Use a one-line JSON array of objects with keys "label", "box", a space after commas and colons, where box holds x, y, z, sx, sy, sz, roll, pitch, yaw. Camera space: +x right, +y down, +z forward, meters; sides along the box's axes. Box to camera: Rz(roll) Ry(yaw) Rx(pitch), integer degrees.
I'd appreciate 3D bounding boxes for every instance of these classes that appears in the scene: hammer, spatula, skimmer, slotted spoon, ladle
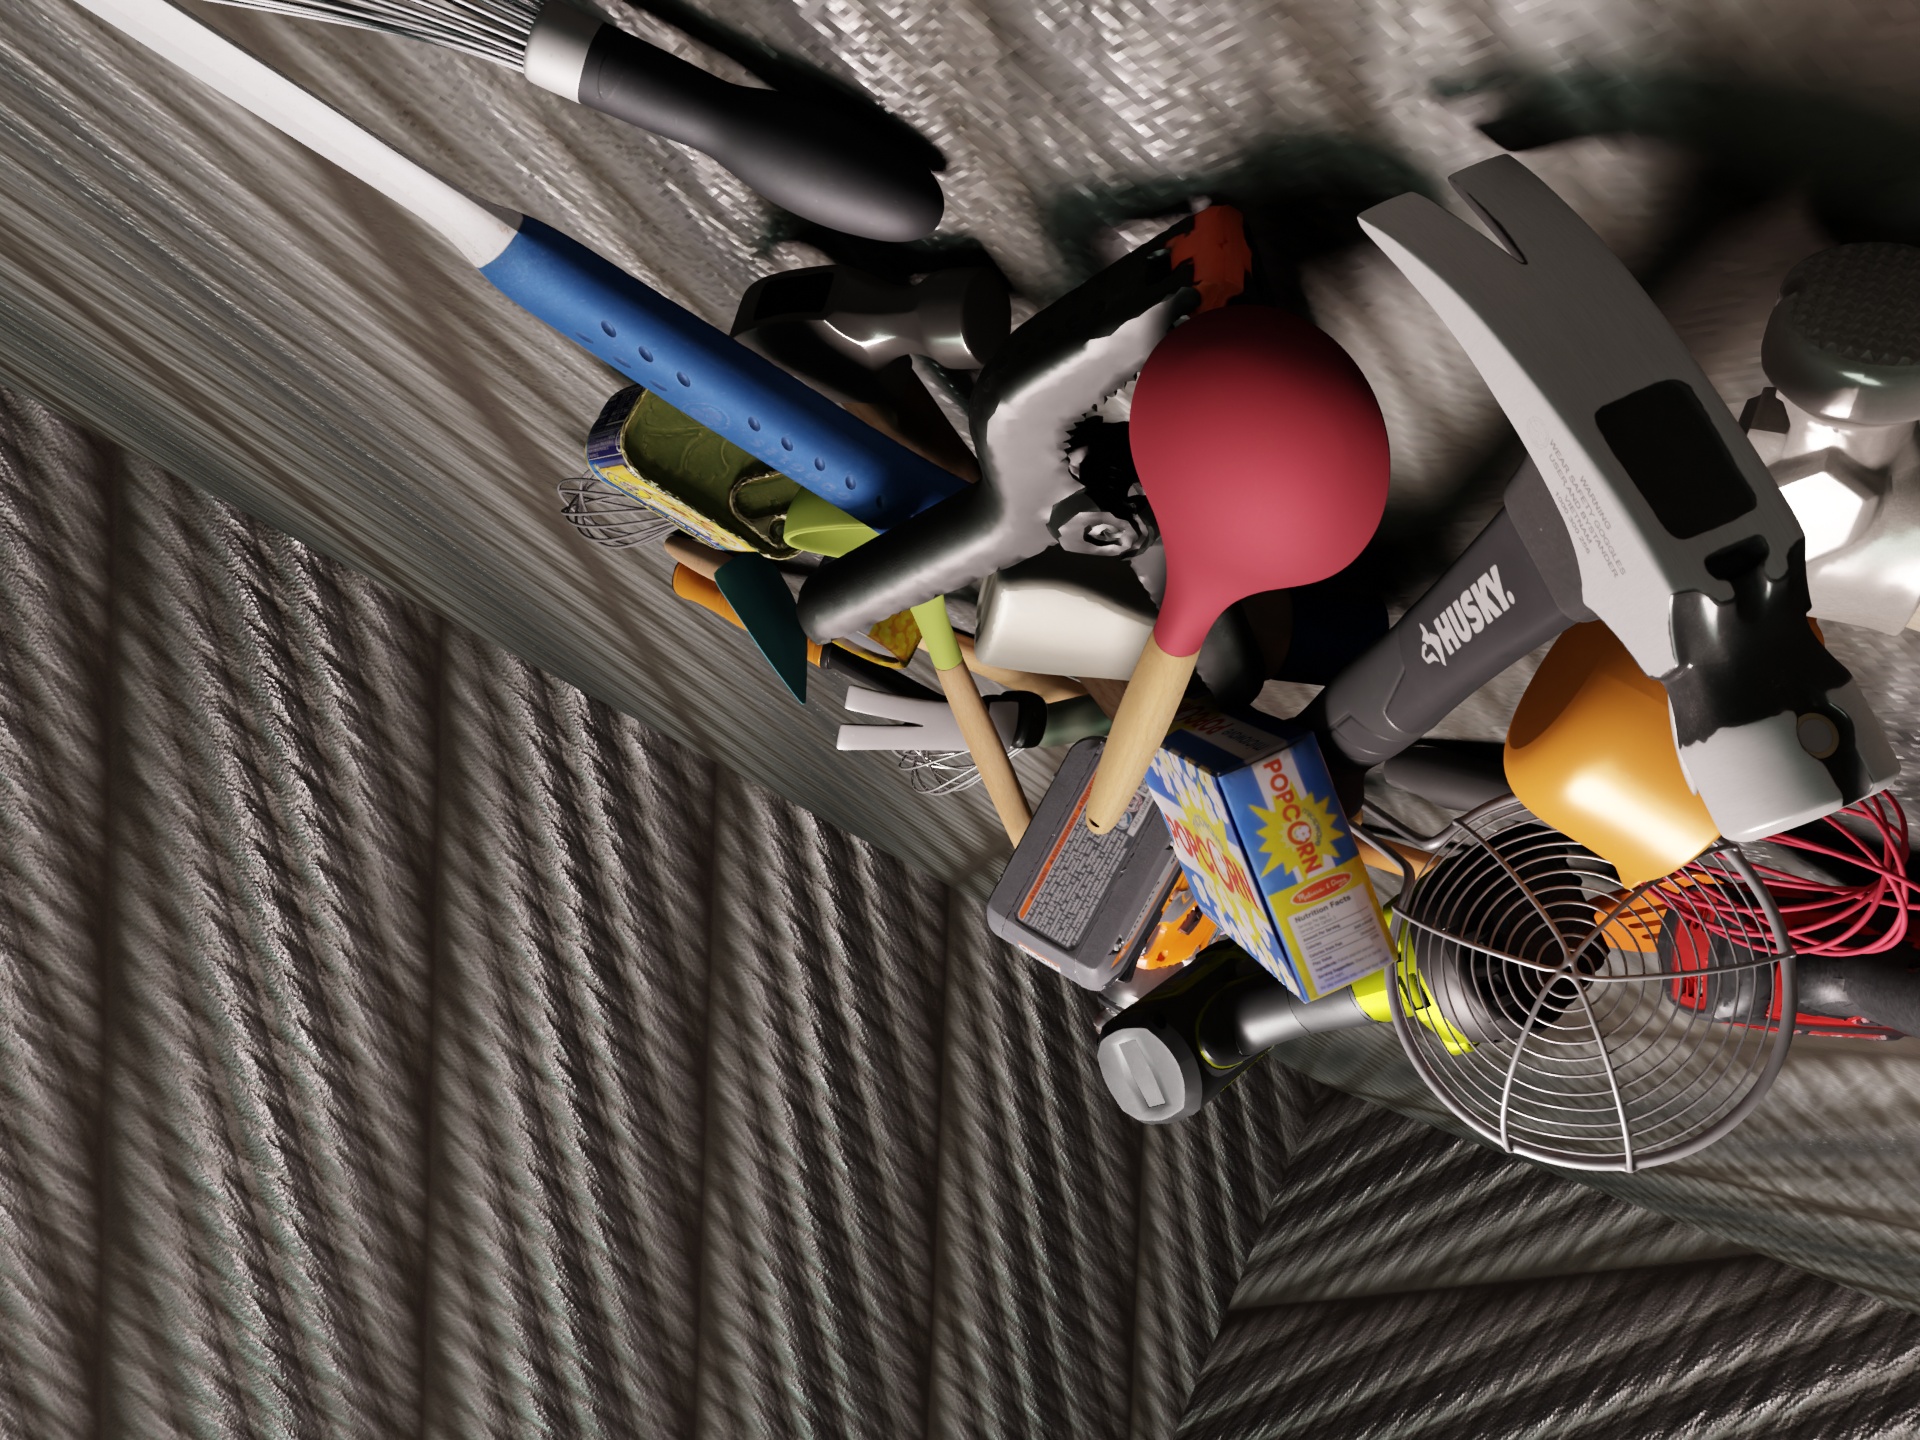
[{"label": "hammer", "box": [-0.142, -0.140, 0.445, 0.405, 0.035, 0.144, 28, 156, -37]}, {"label": "hammer", "box": [0.344, 0.020, 0.277, 0.411, 0.038, 0.146, 19, 149, 23]}, {"label": "spatula", "box": [-0.143, -0.082, 0.934, 0.082, 0.044, 0.318, 56, 168, -23]}, {"label": "skimmer", "box": [0.173, 0.046, 0.649, 0.090, 0.127, 0.363, 31, -173, -20]}, {"label": "slotted spoon", "box": [0.071, -0.013, 0.925, 0.314, 0.031, 0.070, 23, 170, 25]}, {"label": "ladle", "box": [0.062, -0.017, 0.490, 0.069, 0.031, 0.315, 39, 162, 12]}, {"label": "ladle", "box": [-0.001, -0.003, 0.788, 0.078, 0.062, 0.319, -1, 137, 24]}, {"label": "hammer", "box": [-0.096, -0.048, 0.958, 0.127, 0.034, 0.337, 1, -163, -37]}, {"label": "spatula", "box": [0.288, 0.081, 0.884, 0.081, 0.041, 0.323, 32, 172, -29]}, {"label": "hammer", "box": [0.016, -0.071, 0.639, 0.130, 0.031, 0.331, 7, 160, 30]}, {"label": "hammer", "box": [0.128, -0.020, 0.448, 0.334, 0.035, 0.146, 86, 161, -79]}]

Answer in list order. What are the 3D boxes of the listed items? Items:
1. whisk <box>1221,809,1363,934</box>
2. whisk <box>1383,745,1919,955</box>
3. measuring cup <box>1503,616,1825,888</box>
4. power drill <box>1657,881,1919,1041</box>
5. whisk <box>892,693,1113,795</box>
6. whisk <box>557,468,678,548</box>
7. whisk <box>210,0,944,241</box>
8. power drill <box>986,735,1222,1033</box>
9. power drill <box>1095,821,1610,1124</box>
[{"label": "whisk", "box": [0.197, 0.096, 1.012, 0.051, 0.047, 0.245, 54, 159, 10]}, {"label": "whisk", "box": [0.255, 0.036, 0.634, 0.073, 0.073, 0.296, 29, 177, -17]}, {"label": "measuring cup", "box": [0.202, -0.009, 0.502, 0.052, 0.095, 0.173, 31, -171, 2]}, {"label": "power drill", "box": [0.373, 0.100, 0.560, 0.143, 0.078, 0.220, 6, -179, -15]}, {"label": "whisk", "box": [0.043, 0.005, 0.911, 0.059, 0.058, 0.246, 22, 158, -34]}, {"label": "whisk", "box": [-0.144, -0.115, 0.877, 0.239, 0.055, 0.055, 11, 163, 42]}, {"label": "whisk", "box": [-0.136, -0.191, 0.424, 0.284, 0.070, 0.070, 22, 171, -8]}, {"label": "power drill", "box": [0.097, 0.103, 0.890, 0.084, 0.164, 0.226, 28, 180, 25]}, {"label": "power drill", "box": [0.201, 0.126, 0.815, 0.228, 0.080, 0.190, -28, 176, 42]}]
